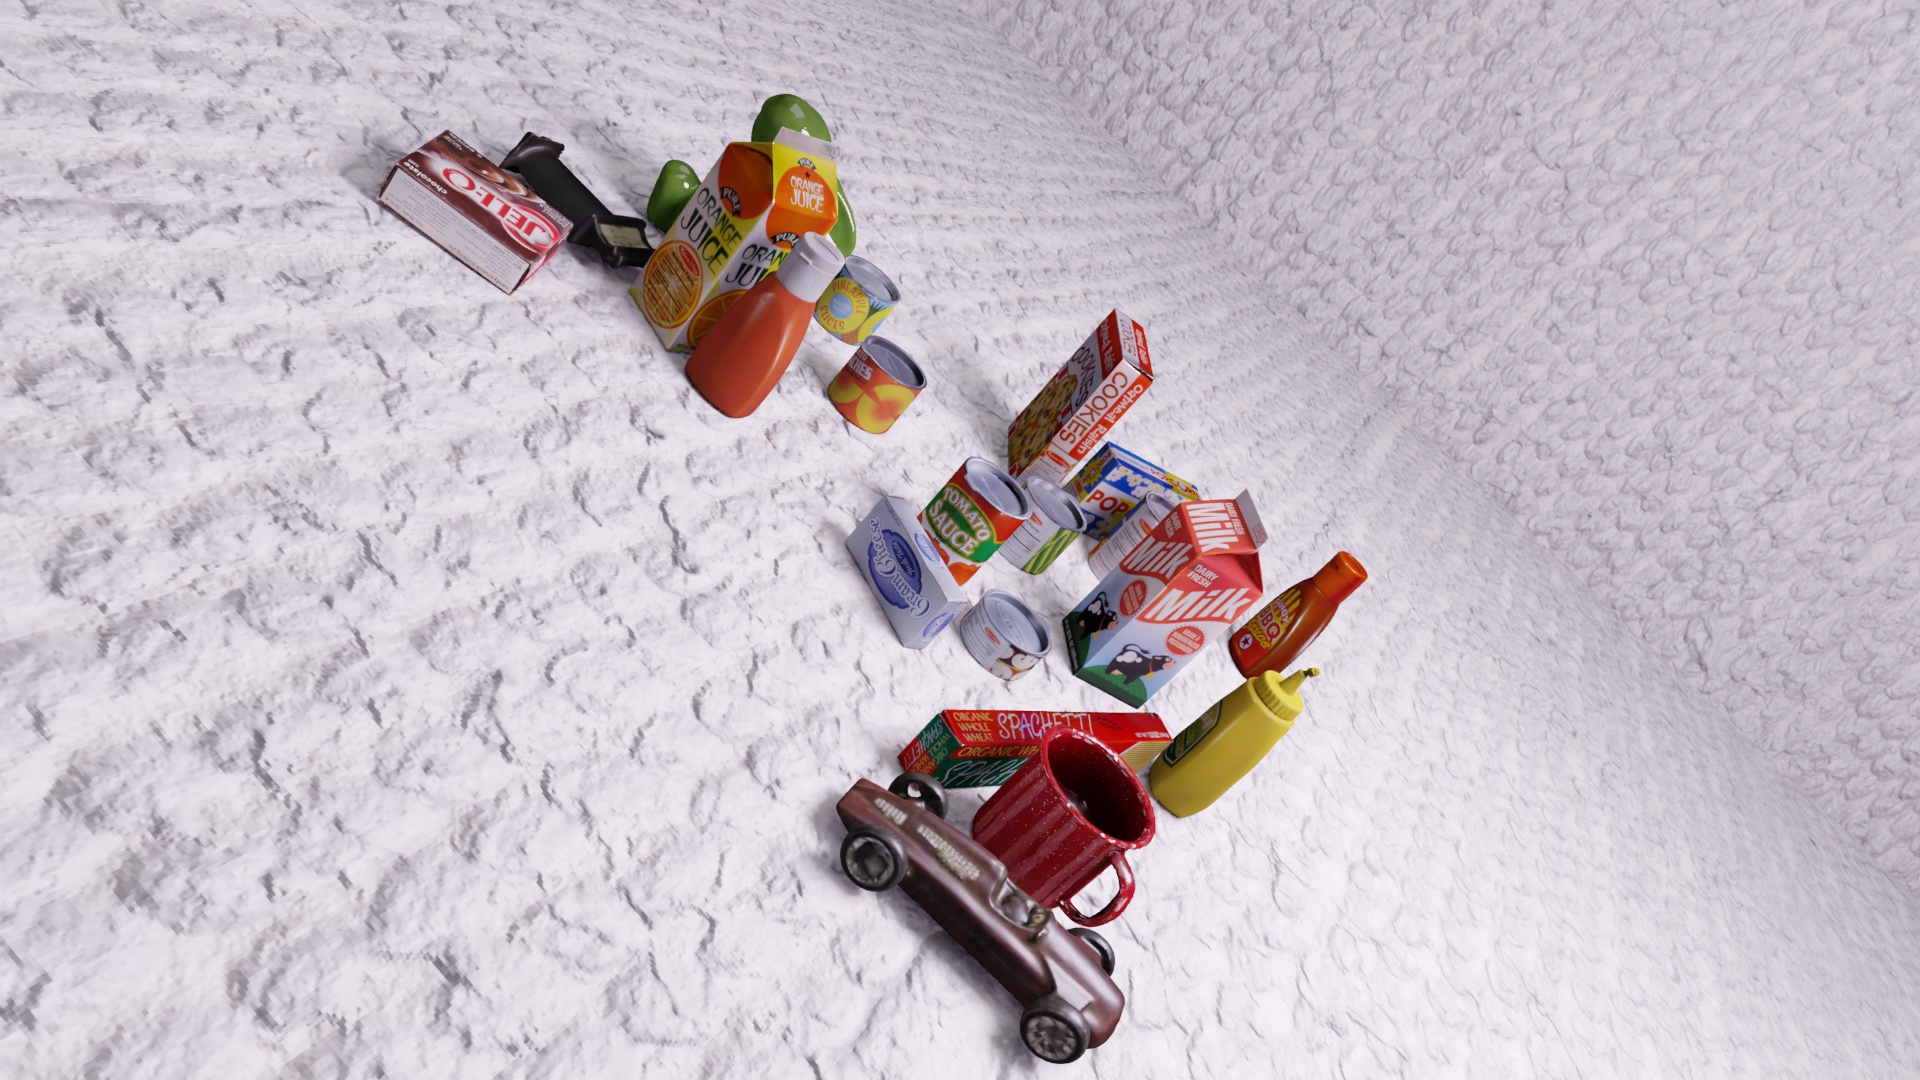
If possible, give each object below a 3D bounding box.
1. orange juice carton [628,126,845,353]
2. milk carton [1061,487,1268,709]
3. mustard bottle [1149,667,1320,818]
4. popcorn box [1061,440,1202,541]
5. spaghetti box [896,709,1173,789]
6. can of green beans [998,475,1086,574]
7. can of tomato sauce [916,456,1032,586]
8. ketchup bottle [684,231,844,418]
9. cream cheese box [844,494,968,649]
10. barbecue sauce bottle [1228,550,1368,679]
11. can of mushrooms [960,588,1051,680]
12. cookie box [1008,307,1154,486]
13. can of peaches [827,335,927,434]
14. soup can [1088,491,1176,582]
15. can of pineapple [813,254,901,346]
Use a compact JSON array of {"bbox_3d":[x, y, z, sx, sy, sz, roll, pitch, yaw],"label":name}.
[{"bbox_3d":[-0.165,-0.234,1.065,0.072,0.192,0.073,2,46,-54],"label":"orange juice carton"},{"bbox_3d":[0.172,0.041,1.114,0.073,0.189,0.073,30,28,-25],"label":"milk carton"},{"bbox_3d":[0.209,0.142,1.044,0.049,0.159,0.065,40,25,-6],"label":"mustard bottle"},{"bbox_3d":[0.163,-0.035,1.341,0.126,0.085,0.038,23,31,-34],"label":"popcorn box"},{"bbox_3d":[0.059,0.143,0.959,0.250,0.050,0.029,9,41,-49],"label":"spaghetti box"},{"bbox_3d":[0.066,-0.013,1.201,0.071,0.057,0.071,33,27,-19],"label":"can of green beans"},{"bbox_3d":[0.004,-0.014,1.087,0.071,0.082,0.071,33,27,-19],"label":"can of tomato sauce"},{"bbox_3d":[-0.143,-0.163,1.037,0.065,0.148,0.044,46,25,7],"label":"ketchup bottle"},{"bbox_3d":[-0.040,0.023,1.003,0.024,0.053,0.104,9,41,-49],"label":"cream cheese box"},{"bbox_3d":[0.323,0.071,1.326,0.043,0.148,0.065,29,28,-26],"label":"barbecue sauce bottle"},{"bbox_3d":[0.036,0.072,1.056,0.071,0.033,0.071,33,27,-19],"label":"can of mushrooms"},{"bbox_3d":[0.112,-0.128,1.318,0.040,0.166,0.123,34,27,-17],"label":"cookie box"},{"bbox_3d":[-0.074,-0.134,1.194,0.071,0.058,0.071,33,27,-19],"label":"can of peaches"},{"bbox_3d":[0.171,0.007,1.288,0.071,0.083,0.072,33,27,-19],"label":"soup can"},{"bbox_3d":[-0.099,-0.224,1.297,0.071,0.057,0.071,33,27,-19],"label":"can of pineapple"}]
